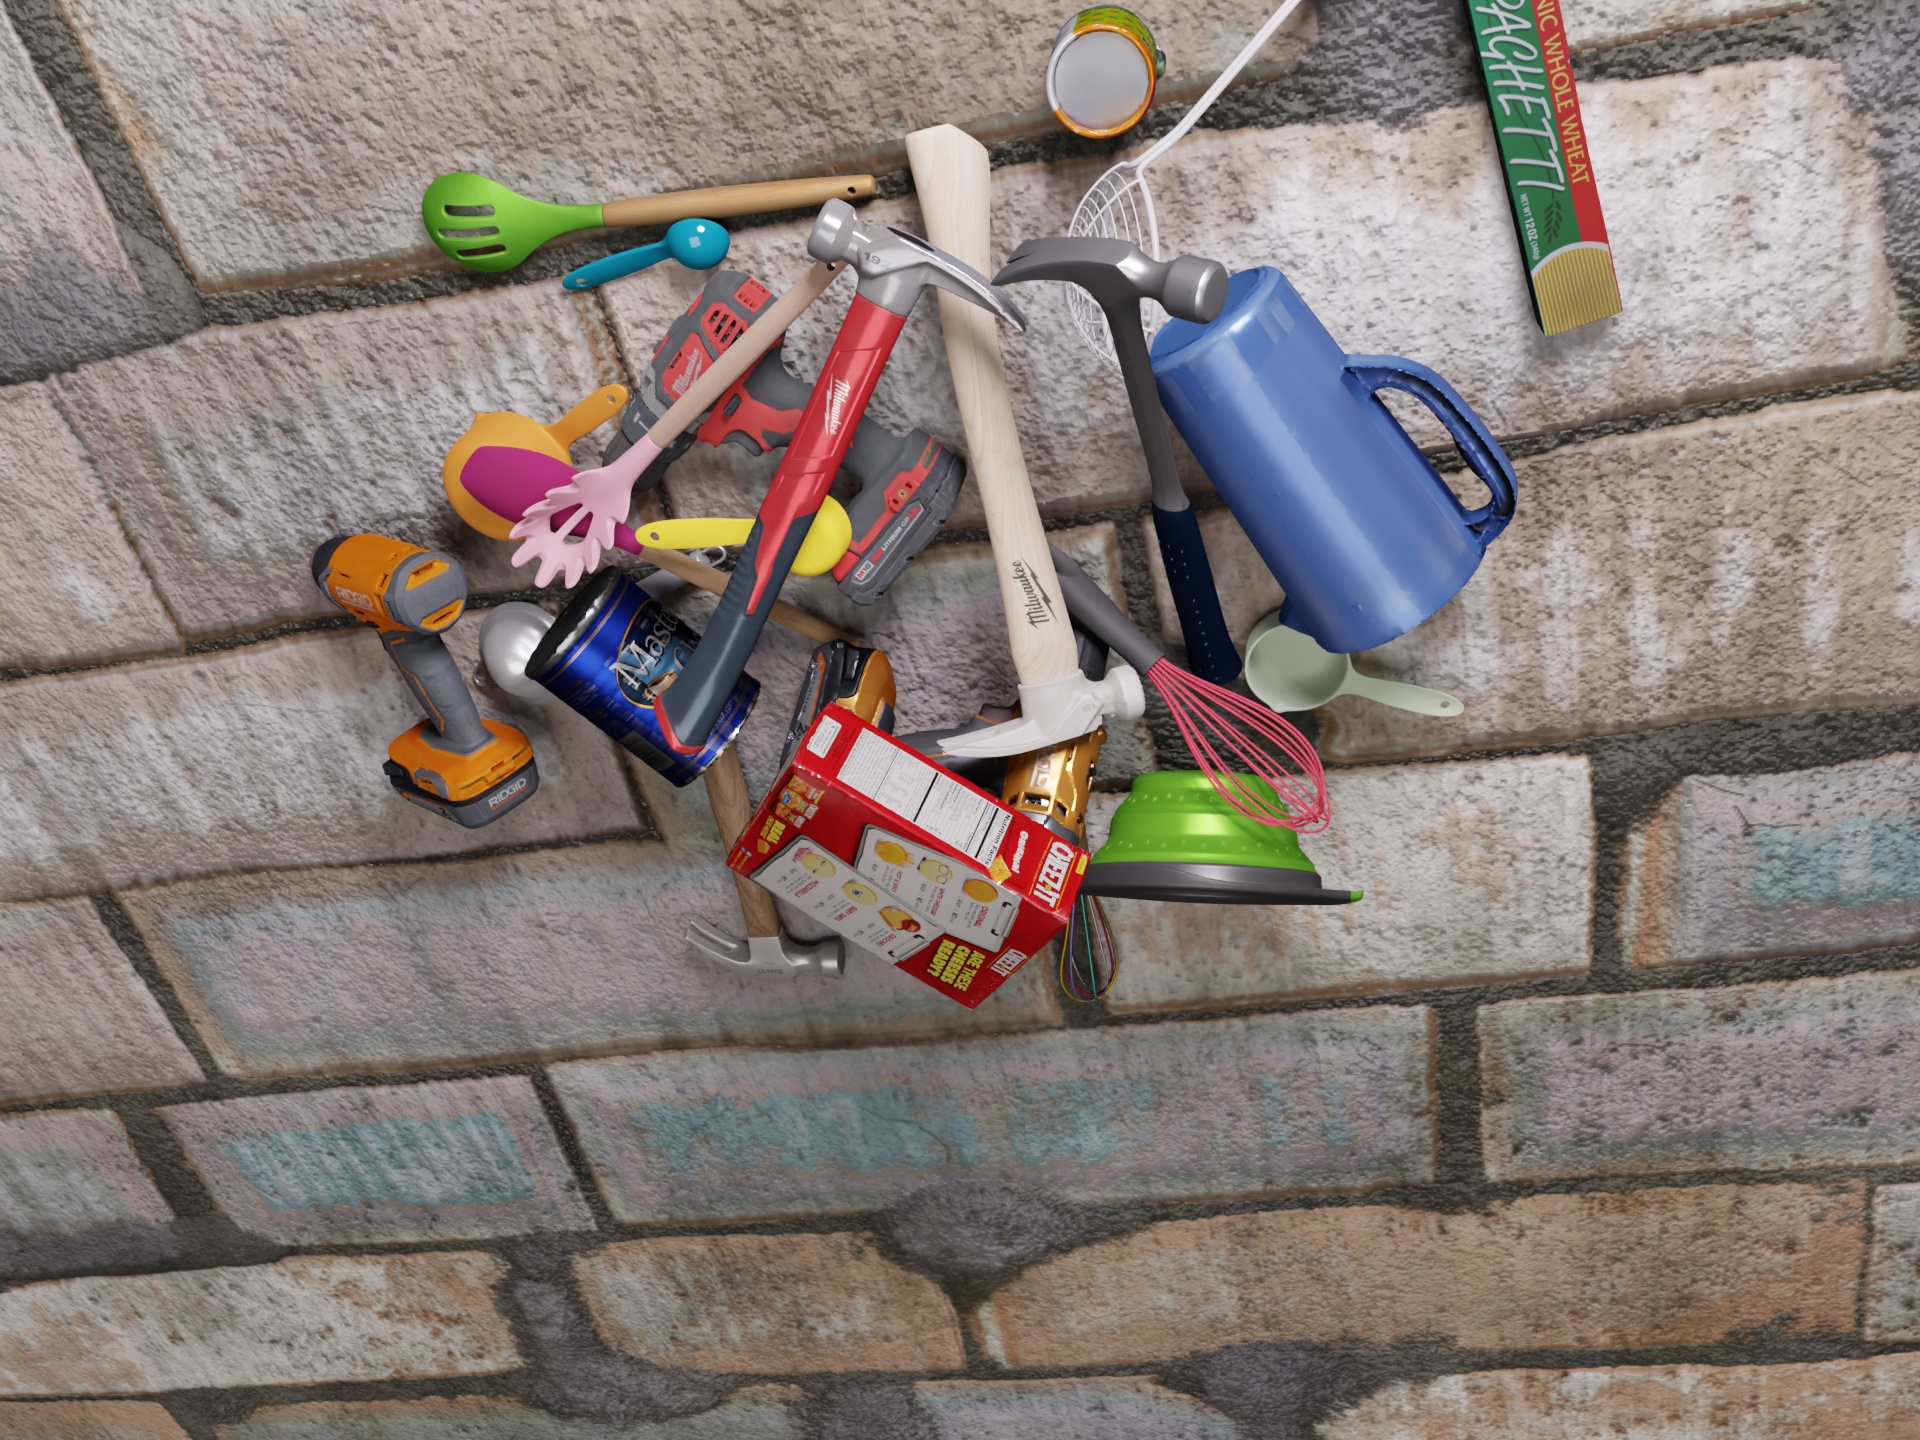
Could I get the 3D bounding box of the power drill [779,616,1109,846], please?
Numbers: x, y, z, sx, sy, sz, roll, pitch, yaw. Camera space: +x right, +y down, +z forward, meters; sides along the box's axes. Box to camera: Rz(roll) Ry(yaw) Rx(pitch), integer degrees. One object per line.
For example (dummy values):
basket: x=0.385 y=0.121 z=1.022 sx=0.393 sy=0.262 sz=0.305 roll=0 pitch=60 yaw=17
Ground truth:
power drill: x=-0.002 y=-0.004 z=1.183 sx=0.226 sy=0.185 sz=0.084 roll=9 pitch=159 yaw=16

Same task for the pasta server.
pasta server: x=-0.185 y=-0.201 z=1.053 sx=0.316 sy=0.040 sz=0.060 roll=-39 pitch=111 yaw=22

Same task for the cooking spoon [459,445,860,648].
cooking spoon: x=-0.209 y=-0.116 z=1.160 sx=0.318 sy=0.017 sz=0.068 roll=25 pitch=130 yaw=-27

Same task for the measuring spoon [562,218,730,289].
measuring spoon: x=-0.214 y=-0.304 z=1.072 sx=0.128 sy=0.021 sz=0.042 roll=-12 pitch=158 yaw=20

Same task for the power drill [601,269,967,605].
power drill: x=-0.130 y=-0.180 z=1.120 sx=0.226 sy=0.080 sz=0.188 roll=37 pitch=120 yaw=-13

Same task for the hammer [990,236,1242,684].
hammer: x=0.130 y=-0.152 z=1.032 sx=0.144 sy=0.035 sz=0.405 roll=23 pitch=157 yaw=30

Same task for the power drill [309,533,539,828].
power drill: x=-0.424 y=-0.040 z=1.234 sx=0.164 sy=0.084 sz=0.226 roll=17 pitch=131 yaw=37

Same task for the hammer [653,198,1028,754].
hammer: x=-0.099 y=-0.131 z=1.045 sx=0.143 sy=0.038 sz=0.386 roll=26 pitch=115 yaw=-4

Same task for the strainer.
strainer: x=-0.289 y=-0.077 z=1.232 sx=0.258 sy=0.050 sz=0.087 roll=-25 pitch=102 yaw=18

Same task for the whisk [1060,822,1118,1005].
whisk: x=0.097 y=0.140 z=1.320 sx=0.047 sy=0.051 sz=0.244 roll=-1 pitch=120 yaw=15

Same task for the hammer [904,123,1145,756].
hammer: x=0.015 y=-0.177 z=1.054 sx=0.146 sy=0.038 sz=0.410 roll=-16 pitch=106 yaw=-9

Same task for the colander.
colander: x=0.104 y=0.086 z=1.220 sx=0.397 sy=0.204 sz=0.094 roll=2 pitch=81 yaw=3

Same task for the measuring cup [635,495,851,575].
measuring cup: x=-0.154 y=-0.125 z=1.096 sx=0.156 sy=0.029 sz=0.062 roll=-1 pitch=119 yaw=11

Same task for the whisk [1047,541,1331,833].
whisk: x=0.153 y=-0.026 z=1.143 sx=0.296 sy=0.073 sz=0.073 roll=44 pitch=121 yaw=8

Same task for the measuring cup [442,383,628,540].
measuring cup: x=-0.300 y=-0.187 z=1.127 sx=0.173 sy=0.052 sz=0.095 roll=-23 pitch=116 yaw=38

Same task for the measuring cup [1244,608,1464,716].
measuring cup: x=0.292 y=-0.037 z=1.180 sx=0.167 sy=0.038 sz=0.083 roll=15 pitch=124 yaw=-4

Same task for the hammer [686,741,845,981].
hammer: x=-0.190 y=0.088 z=1.330 sx=0.130 sy=0.031 sz=0.331 roll=-4 pitch=122 yaw=10

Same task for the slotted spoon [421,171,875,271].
slotted spoon: x=-0.211 y=-0.340 z=1.054 sx=0.314 sy=0.031 sz=0.070 roll=-3 pitch=130 yaw=8

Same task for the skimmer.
skimmer: x=0.185 y=-0.371 z=0.948 sx=0.090 sy=0.127 sz=0.363 roll=32 pitch=111 yaw=-28
